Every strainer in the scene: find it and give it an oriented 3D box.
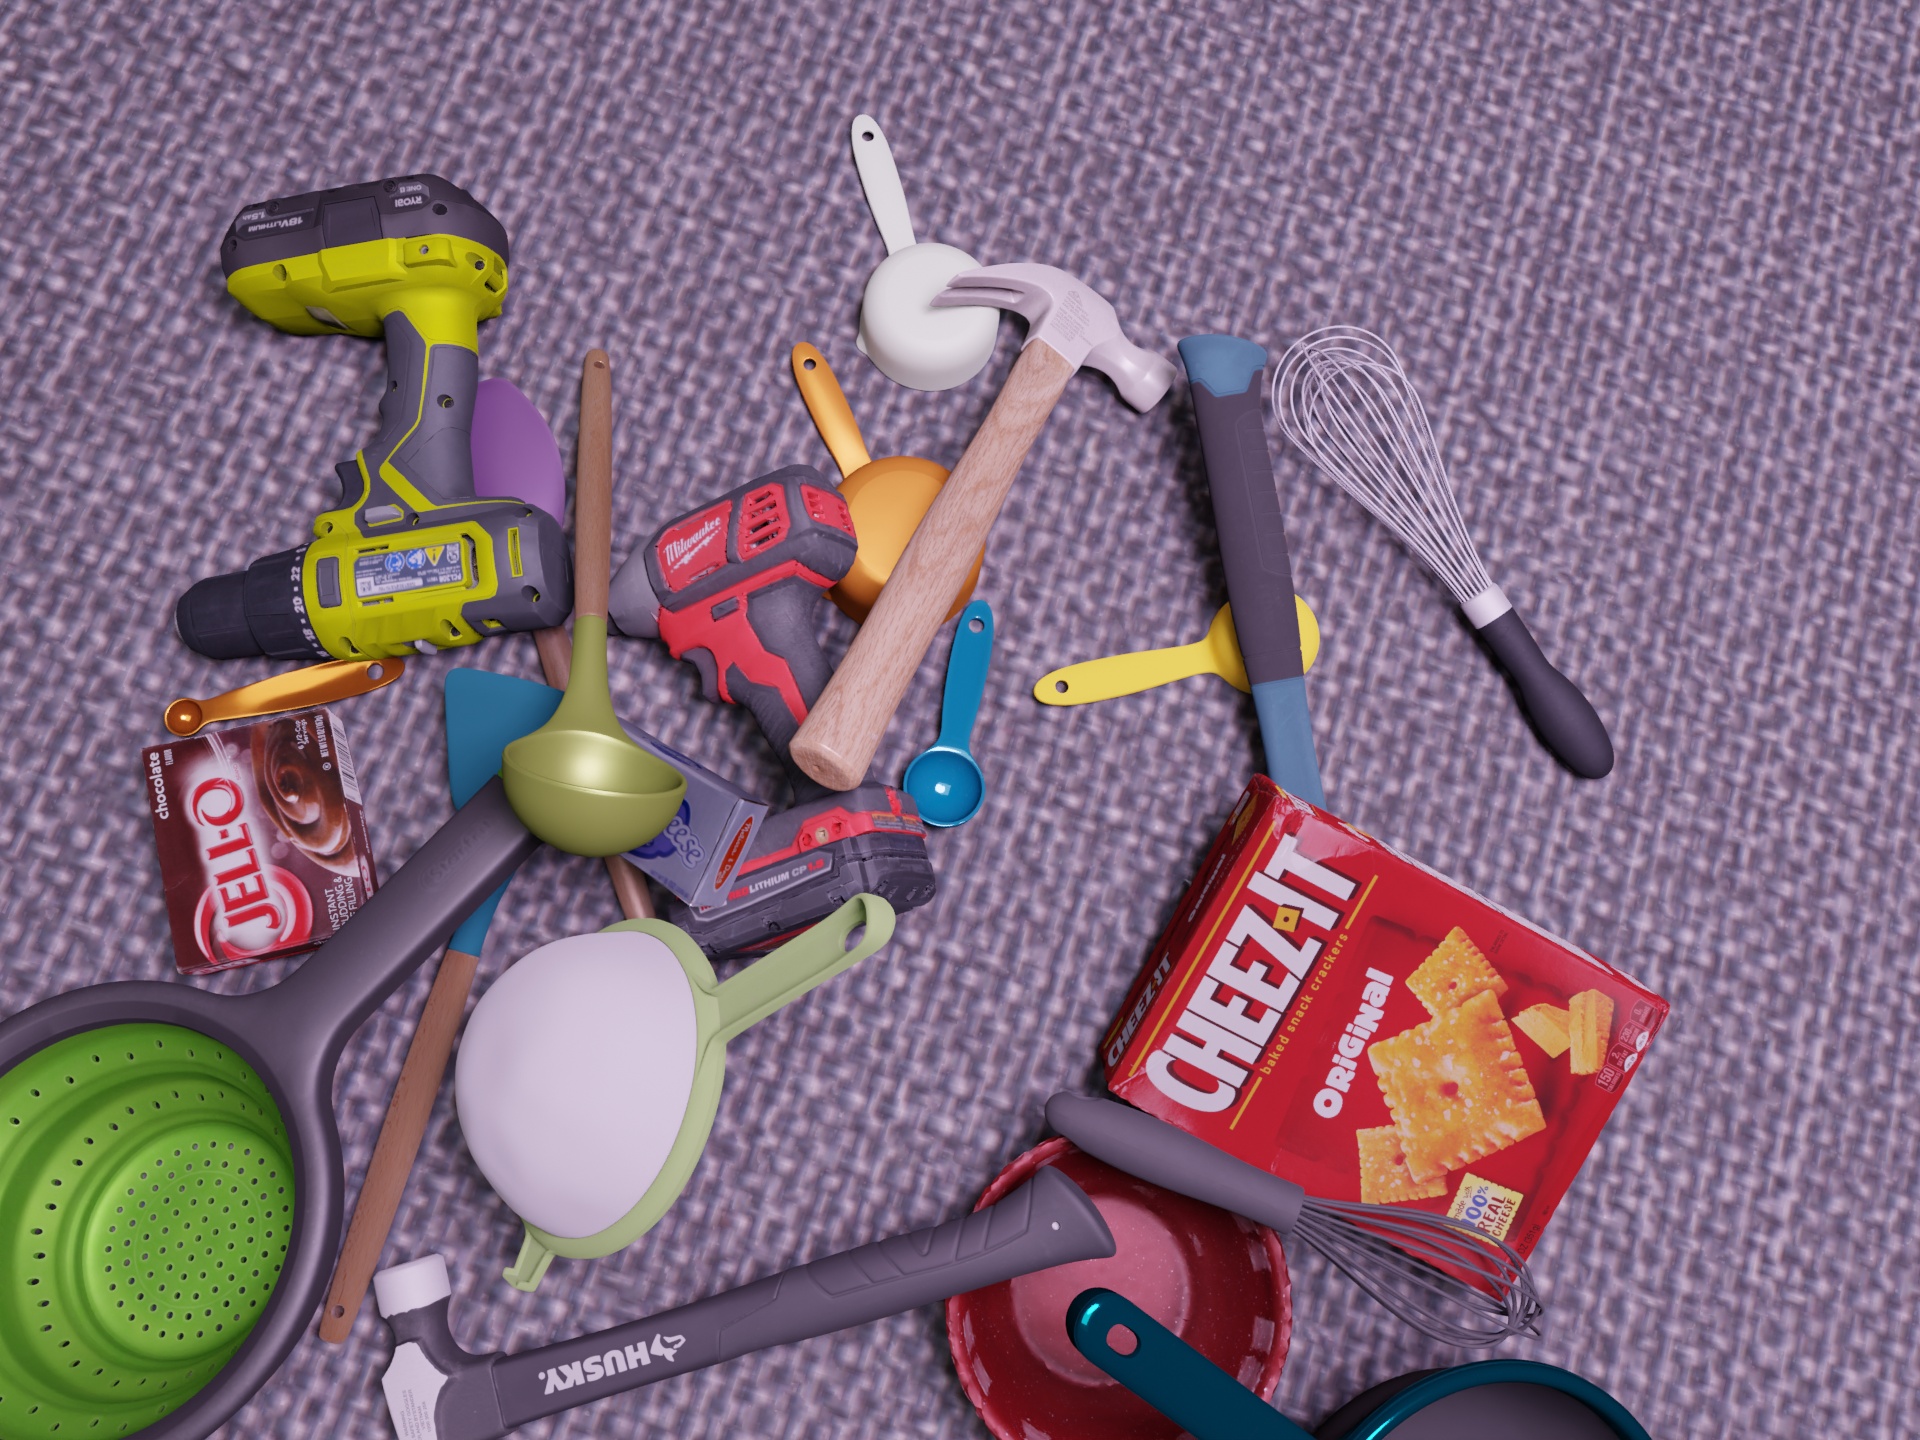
[{"bbox_3d":[-0.137,0.128,0.667,0.069,0.256,0.152,26,42,-41],"label":"strainer"},{"bbox_3d":[0.166,0.344,0.704,0.340,0.095,0.211,39,76,-11],"label":"strainer"}]

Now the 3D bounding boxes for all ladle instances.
[{"bbox_3d":[-0.171,-0.073,0.748,0.078,0.062,0.320,9,50,-23],"label":"ladle"}]

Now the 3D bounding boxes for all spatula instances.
[{"bbox_3d":[-0.203,-0.033,0.812,0.060,0.018,0.316,-19,79,-4],"label":"spatula"},{"bbox_3d":[-0.250,0.135,0.759,0.082,0.044,0.317,15,78,-1],"label":"spatula"}]

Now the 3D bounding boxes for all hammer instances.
[{"bbox_3d":[0.160,-0.034,0.809,0.128,0.033,0.331,-10,90,0],"label":"hammer"},{"bbox_3d":[0.001,-0.105,0.771,0.130,0.031,0.331,36,56,-14],"label":"hammer"},{"bbox_3d":[-0.093,0.273,0.712,0.335,0.035,0.146,-18,78,4],"label":"hammer"}]

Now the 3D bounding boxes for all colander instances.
[{"bbox_3d":[-0.301,0.165,0.713,0.205,0.094,0.397,39,76,17],"label":"colander"}]

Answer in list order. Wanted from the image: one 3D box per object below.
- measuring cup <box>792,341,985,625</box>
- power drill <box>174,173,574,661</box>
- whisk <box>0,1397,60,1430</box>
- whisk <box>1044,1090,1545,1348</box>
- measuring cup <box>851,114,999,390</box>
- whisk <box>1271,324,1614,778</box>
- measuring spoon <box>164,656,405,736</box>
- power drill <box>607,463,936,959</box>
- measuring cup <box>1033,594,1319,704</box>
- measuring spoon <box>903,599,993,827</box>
[{"bbox_3d":[-0.048,-0.130,0.829,0.095,0.052,0.174,-24,83,-10],"label":"measuring cup"},{"bbox_3d":[-0.301,-0.141,0.795,0.190,0.080,0.228,-8,81,4],"label":"power drill"},{"bbox_3d":[-0.411,0.319,0.704,0.051,0.047,0.245,-39,88,28],"label":"whisk"},{"bbox_3d":[0.148,0.222,0.715,0.239,0.055,0.055,22,77,6],"label":"whisk"},{"bbox_3d":[-0.030,-0.263,0.867,0.083,0.038,0.168,-16,82,-9],"label":"measuring cup"},{"bbox_3d":[0.262,-0.087,0.852,0.070,0.070,0.284,-33,88,-11],"label":"whisk"},{"bbox_3d":[-0.339,-0.013,0.801,0.117,0.011,0.021,-15,79,-12],"label":"measuring spoon"},{"bbox_3d":[-0.102,-0.002,0.772,0.143,0.078,0.220,-21,75,22],"label":"power drill"},{"bbox_3d":[0.115,-0.033,0.835,0.156,0.029,0.062,-13,79,-11],"label":"measuring cup"},{"bbox_3d":[-0.001,-0.003,0.829,0.042,0.021,0.129,13,68,-3],"label":"measuring spoon"}]
